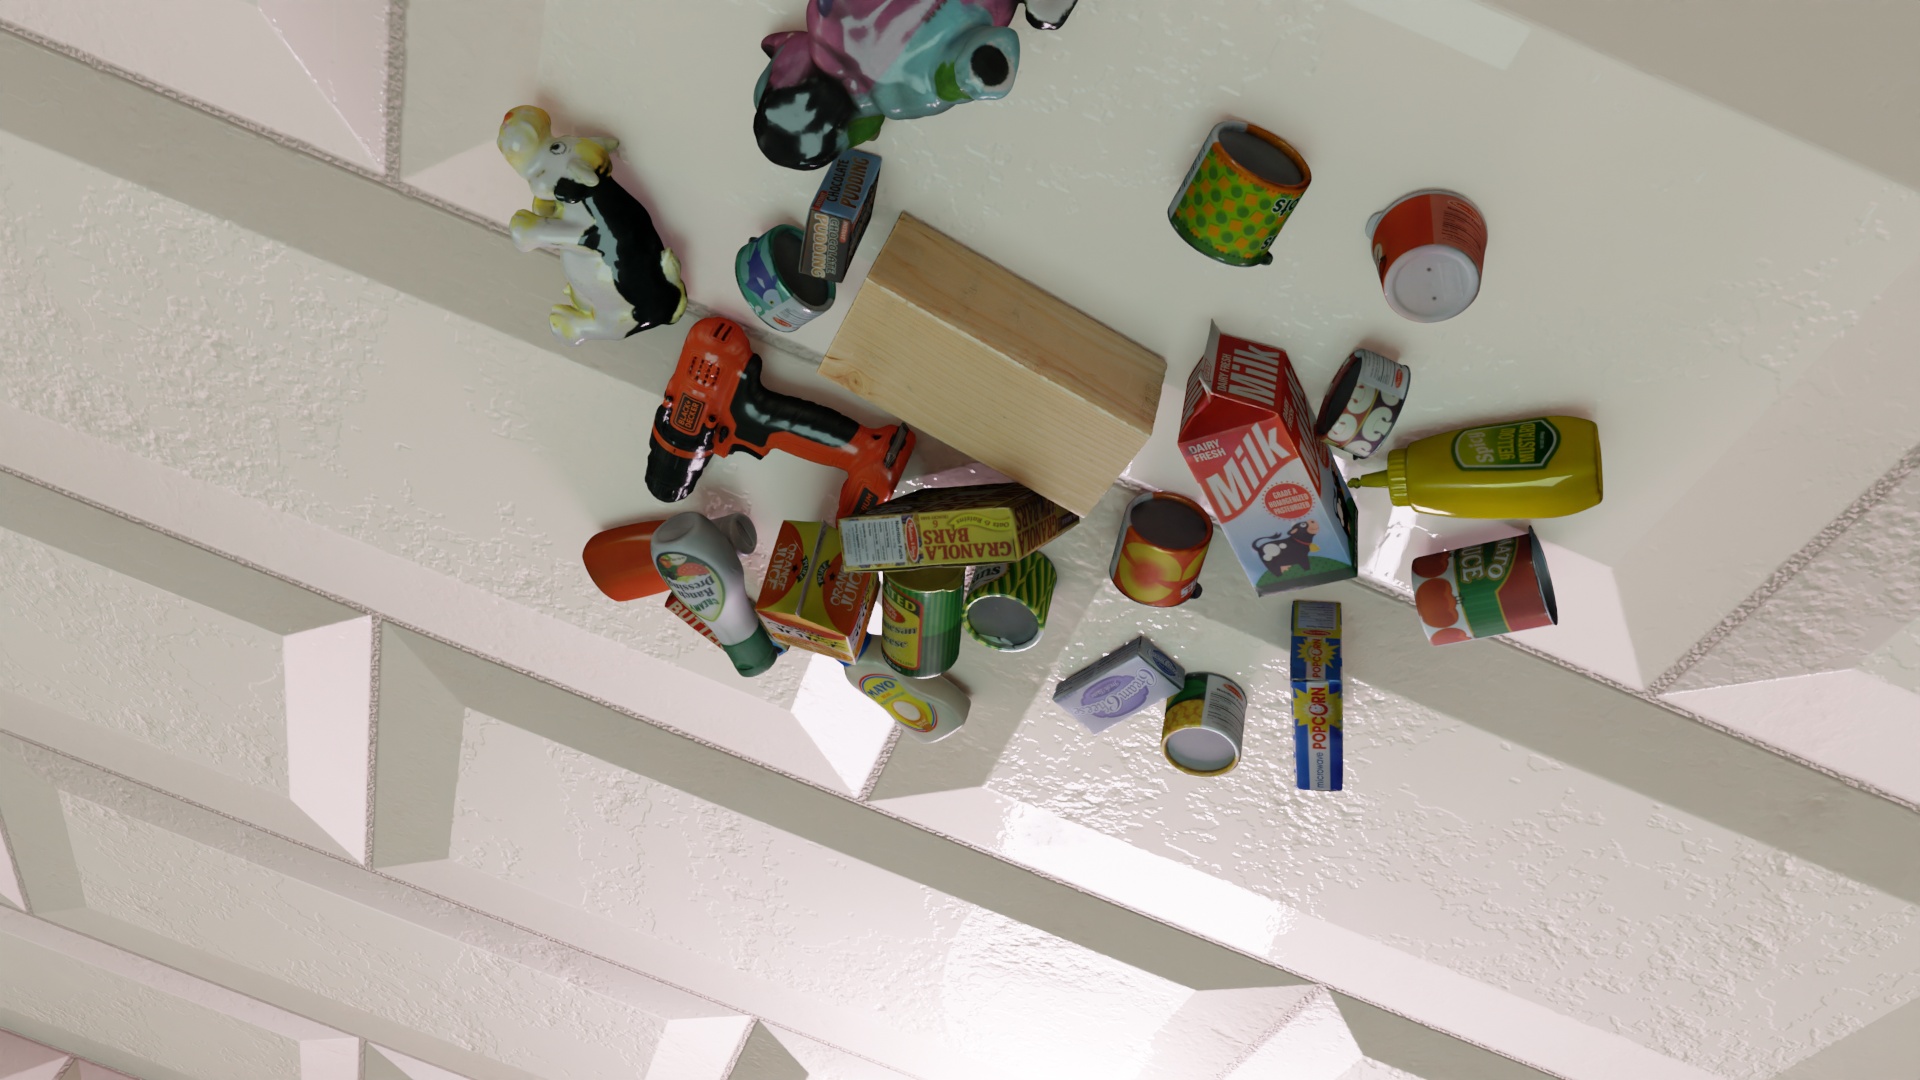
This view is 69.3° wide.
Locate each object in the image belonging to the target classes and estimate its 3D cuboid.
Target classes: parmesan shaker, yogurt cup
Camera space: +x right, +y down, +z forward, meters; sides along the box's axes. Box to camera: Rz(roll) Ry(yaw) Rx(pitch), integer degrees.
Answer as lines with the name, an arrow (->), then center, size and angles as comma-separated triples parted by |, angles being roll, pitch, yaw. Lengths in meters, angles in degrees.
parmesan shaker -> -0.029, 0.055, 1.110 | 0.071, 0.072, 0.102 | 11, 133, 7
yogurt cup -> 0.280, -0.167, 0.828 | 0.072, 0.054, 0.072 | 8, 133, 9

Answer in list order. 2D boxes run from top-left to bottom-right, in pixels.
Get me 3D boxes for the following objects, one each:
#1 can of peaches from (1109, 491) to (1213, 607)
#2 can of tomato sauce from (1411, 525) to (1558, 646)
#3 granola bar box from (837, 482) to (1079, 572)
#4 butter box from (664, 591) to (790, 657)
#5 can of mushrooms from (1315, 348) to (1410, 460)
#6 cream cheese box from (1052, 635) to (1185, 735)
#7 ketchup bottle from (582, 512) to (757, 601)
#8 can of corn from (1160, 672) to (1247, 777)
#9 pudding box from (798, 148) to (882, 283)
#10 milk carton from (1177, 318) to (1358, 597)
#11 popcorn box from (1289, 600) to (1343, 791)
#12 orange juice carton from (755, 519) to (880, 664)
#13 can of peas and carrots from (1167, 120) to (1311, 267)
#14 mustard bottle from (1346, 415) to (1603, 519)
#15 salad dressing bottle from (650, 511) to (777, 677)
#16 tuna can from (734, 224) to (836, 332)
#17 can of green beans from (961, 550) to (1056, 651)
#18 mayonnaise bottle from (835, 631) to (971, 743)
can of peaches -> 0.149, 0.007, 1.016 | 0.071, 0.071, 0.057 | 13, 133, 5
can of tomato sauce -> 0.367, 0.033, 0.975 | 0.083, 0.071, 0.071 | -15, 125, 29
granola bar box -> 0.003, -0.012, 0.978 | 0.124, 0.166, 0.039 | -4, 98, 20
butter box -> -0.200, 0.069, 1.207 | 0.103, 0.024, 0.053 | 40, 129, -19
can of mushrooms -> 0.258, -0.087, 0.898 | 0.033, 0.071, 0.070 | 23, 133, -3
cream cheese box -> 0.131, 0.122, 1.154 | 0.053, 0.024, 0.103 | 39, 130, -19
ketchup bottle -> -0.239, 0.010, 1.152 | 0.148, 0.044, 0.064 | -13, 125, 26
can of corn -> 0.198, 0.153, 1.138 | 0.071, 0.058, 0.070 | 9, 132, 10
pudding box -> -0.076, -0.207, 0.879 | 0.030, 0.084, 0.049 | 15, 133, -1
milk carton -> 0.203, -0.057, 0.938 | 0.073, 0.073, 0.190 | -15, 125, 28
popcorn box -> 0.274, 0.120, 1.067 | 0.038, 0.085, 0.126 | 0, 130, 16
orange juice carton -> -0.107, 0.039, 1.056 | 0.073, 0.072, 0.192 | 16, 167, 2
can of peas and carrots -> 0.167, -0.203, 0.820 | 0.071, 0.071, 0.058 | 23, 133, -5
mustard bottle -> 0.335, -0.044, 0.917 | 0.160, 0.066, 0.048 | -5, 134, 26
salad dressing bottle -> -0.193, 0.046, 1.110 | 0.064, 0.044, 0.147 | -8, 127, 26
tuna can -> -0.117, -0.178, 0.932 | 0.032, 0.071, 0.071 | -24, 121, 32
can of green beans -> 0.038, 0.045, 1.090 | 0.071, 0.058, 0.071 | 9, 133, 10
mayonnaise bottle -> -0.062, 0.116, 1.195 | 0.148, 0.041, 0.064 | 41, 132, -20
